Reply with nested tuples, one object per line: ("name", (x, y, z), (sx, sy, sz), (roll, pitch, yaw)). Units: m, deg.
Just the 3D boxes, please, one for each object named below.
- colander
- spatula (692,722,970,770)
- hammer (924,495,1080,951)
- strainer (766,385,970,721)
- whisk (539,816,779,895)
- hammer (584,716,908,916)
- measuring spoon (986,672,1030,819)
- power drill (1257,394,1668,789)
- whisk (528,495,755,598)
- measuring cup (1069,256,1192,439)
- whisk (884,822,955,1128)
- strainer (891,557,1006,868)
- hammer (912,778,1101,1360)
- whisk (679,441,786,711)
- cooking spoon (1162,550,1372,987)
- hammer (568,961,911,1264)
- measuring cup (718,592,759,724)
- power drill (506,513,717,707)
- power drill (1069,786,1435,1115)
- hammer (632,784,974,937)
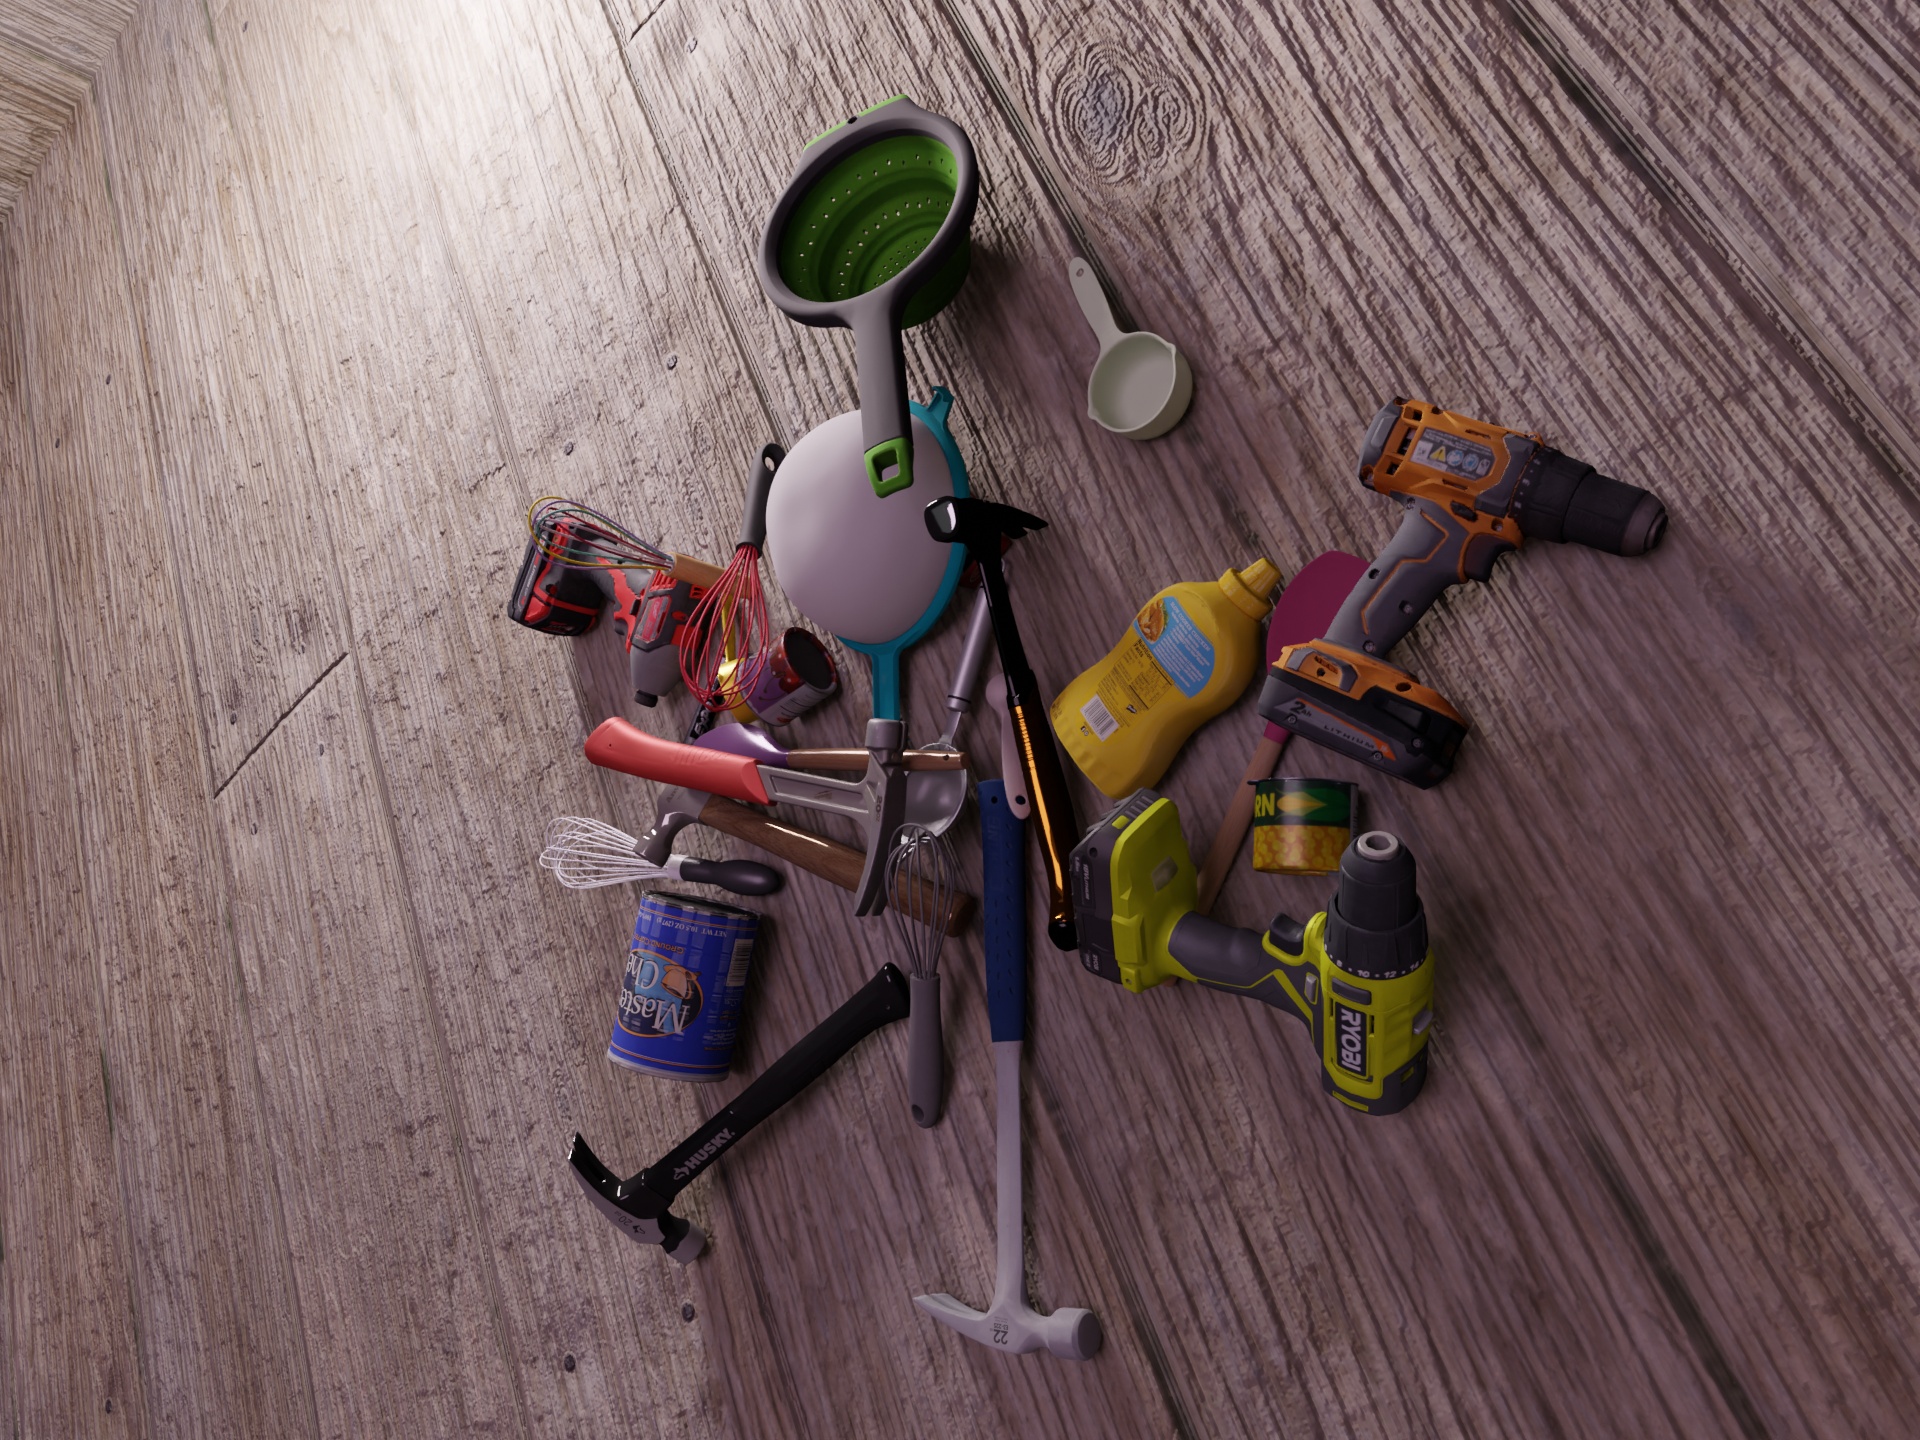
("colander", (-0.051, -0.321, 1.271), (0.204, 0.094, 0.397), (-20, 57, 21))
("spatula", (-0.116, 0.029, 1.283), (0.316, 0.018, 0.060), (0, 65, 40))
("hammer", (0.054, 0.001, 1.169), (0.034, 0.127, 0.337), (-19, 79, 33))
("strainer", (-0.091, -0.097, 1.276), (0.211, 0.095, 0.340), (-9, 81, 47))
("whisk", (-0.272, 0.127, 1.420), (0.285, 0.070, 0.070), (4, 83, 34))
("hammer", (-0.186, 0.055, 1.301), (0.359, 0.036, 0.149), (8, 90, 40))
("measuring spoon", (0.041, 0.016, 1.189), (0.018, 0.034, 0.124), (107, 160, -59))
("power drill", (0.305, -0.073, 0.980), (0.185, 0.084, 0.226), (26, 93, 31))
("whisk", (-0.262, -0.141, 1.341), (0.051, 0.244, 0.047), (-45, 57, 23))
("measuring cup", (0.122, -0.283, 1.197), (0.083, 0.038, 0.168), (-36, 59, 28))
("whisk", (-0.029, 0.192, 1.187), (0.055, 0.055, 0.239), (8, 104, 40))
("strainer", (-0.002, -0.004, 1.238), (0.087, 0.050, 0.258), (10, 82, 48))
("hammer", (0.030, 0.246, 1.163), (0.144, 0.035, 0.406), (-10, 75, 37))
("whisk", (-0.183, -0.130, 1.348), (0.073, 0.073, 0.296), (-22, 45, 34))
("cooking spoon", (0.201, 0.037, 1.077), (0.069, 0.017, 0.319), (26, 98, 20))
("hammer", (-0.167, 0.302, 1.270), (0.334, 0.146, 0.035), (-42, 21, 16))
("measuring cup", (-0.192, -0.068, 1.405), (0.029, 0.062, 0.157), (-18, 56, 12))
("power drill", (-0.324, -0.106, 1.498), (0.220, 0.078, 0.143), (23, 96, 37))
("power drill", (0.182, 0.125, 0.979), (0.229, 0.080, 0.190), (19, 132, 36))
("hammer", (-0.124, 0.104, 1.303), (0.331, 0.031, 0.130), (18, 73, 35))
